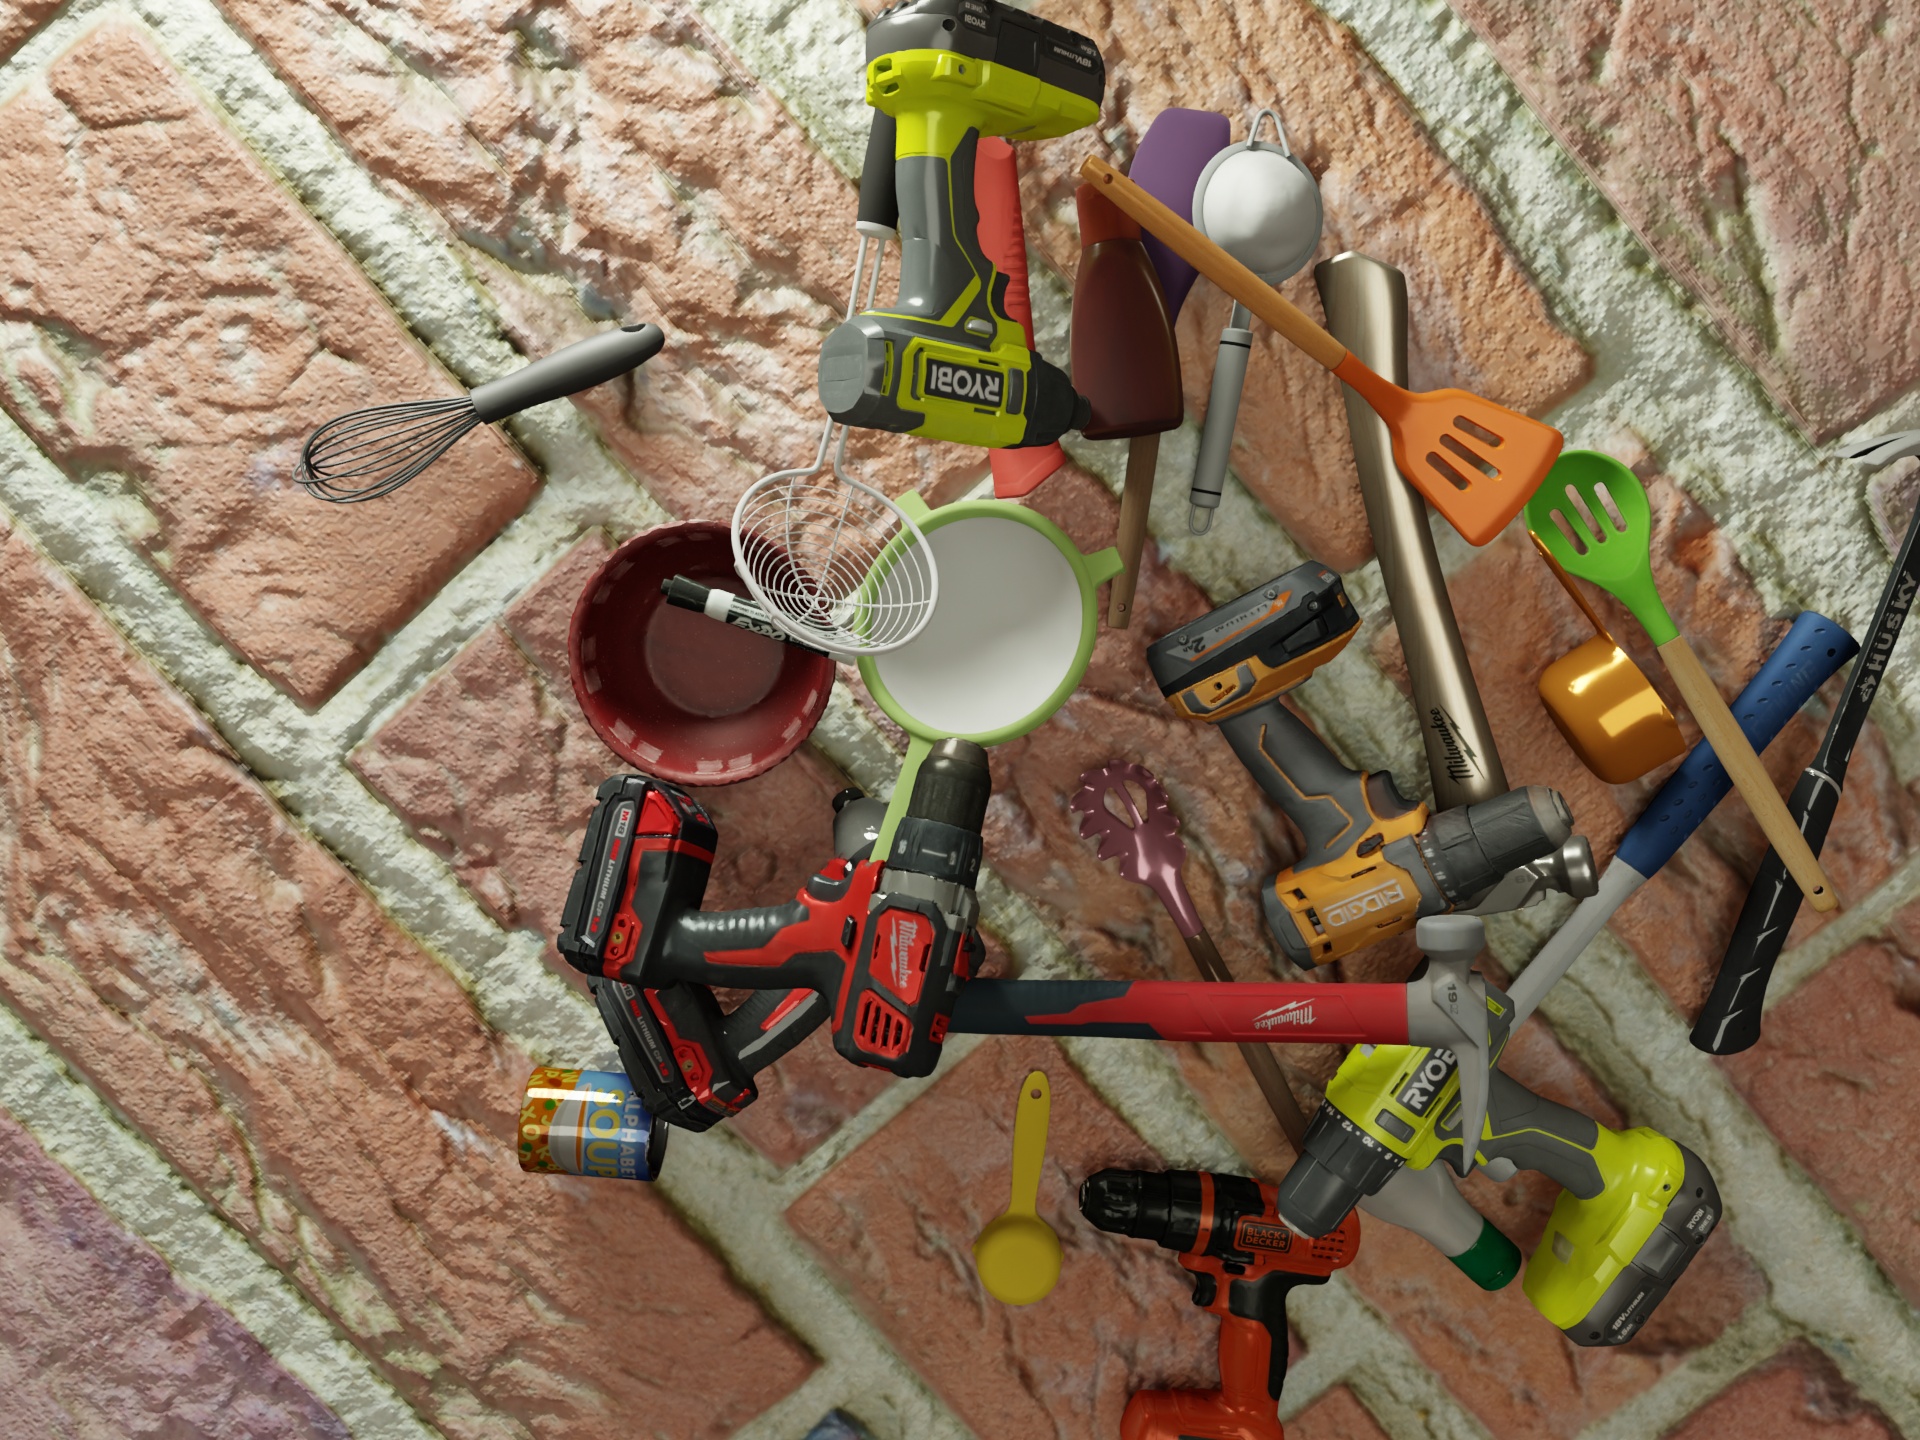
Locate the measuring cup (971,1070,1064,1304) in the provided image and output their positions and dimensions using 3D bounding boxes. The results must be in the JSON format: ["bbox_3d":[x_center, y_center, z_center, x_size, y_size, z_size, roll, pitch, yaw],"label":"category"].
[{"bbox_3d":[0.043,0.307,1.036,0.062,0.029,0.156,5,99,-1],"label":"measuring cup"}]

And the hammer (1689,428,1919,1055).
[{"bbox_3d":[0.533,0.020,0.974,0.149,0.036,0.409,8,106,-24],"label":"hammer"}]

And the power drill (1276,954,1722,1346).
[{"bbox_3d":[0.323,0.277,0.973,0.228,0.080,0.190,35,92,-6],"label":"power drill"}]

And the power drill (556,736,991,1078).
[{"bbox_3d":[-0.096,0.087,0.902,0.227,0.080,0.188,11,80,16],"label":"power drill"}]

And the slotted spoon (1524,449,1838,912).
[{"bbox_3d":[0.440,-0.025,0.963,0.070,0.031,0.314,-31,82,20],"label":"slotted spoon"}]

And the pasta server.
[{"bbox_3d":[0.161,0.161,1.016,0.060,0.040,0.316,-26,98,15],"label":"pasta server"}]

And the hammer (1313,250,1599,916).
[{"bbox_3d":[0.271,-0.079,0.976,0.146,0.038,0.410,-13,93,23],"label":"hammer"}]

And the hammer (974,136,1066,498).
[{"bbox_3d":[0.009,-0.313,0.953,0.149,0.037,0.359,-6,97,0],"label":"hammer"}]

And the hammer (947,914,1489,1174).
[{"bbox_3d":[0.115,0.190,0.957,0.386,0.038,0.143,-2,90,18],"label":"hammer"}]

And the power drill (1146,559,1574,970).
[{"bbox_3d":[0.235,0.019,0.945,0.185,0.084,0.226,-27,91,25],"label":"power drill"}]

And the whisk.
[{"bbox_3d":[-0.290,-0.190,0.962,0.239,0.055,0.055,-22,97,-1],"label":"whisk"}]

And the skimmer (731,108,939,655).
[{"bbox_3d":[-0.047,-0.219,0.899,0.127,0.090,0.363,8,95,-26],"label":"skimmer"}]

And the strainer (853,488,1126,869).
[{"bbox_3d":[-0.002,-0.003,0.959,0.151,0.069,0.256,18,87,21],"label":"strainer"}]

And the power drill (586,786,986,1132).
[{"bbox_3d":[-0.107,0.143,0.978,0.219,0.078,0.143,-31,65,0],"label":"power drill"}]

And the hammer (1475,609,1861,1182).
[{"bbox_3d":[0.415,0.099,1.010,0.144,0.035,0.405,37,96,-5],"label":"hammer"}]

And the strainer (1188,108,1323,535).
[{"bbox_3d":[0.171,-0.239,0.964,0.087,0.050,0.258,7,101,-16],"label":"strainer"}]

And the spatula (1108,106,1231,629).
[{"bbox_3d":[0.117,-0.213,0.976,0.060,0.018,0.316,7,96,2],"label":"spatula"}]

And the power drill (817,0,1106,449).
[{"bbox_3d":[0.011,-0.265,0.878,0.171,0.080,0.223,1,95,-38],"label":"power drill"}]

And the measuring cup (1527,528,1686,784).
[{"bbox_3d":[0.368,-0.035,0.957,0.052,0.095,0.173,-36,108,12],"label":"measuring cup"}]

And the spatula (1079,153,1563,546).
[{"bbox_3d":[0.199,-0.218,0.901,0.322,0.041,0.081,32,103,-17],"label":"spatula"}]
